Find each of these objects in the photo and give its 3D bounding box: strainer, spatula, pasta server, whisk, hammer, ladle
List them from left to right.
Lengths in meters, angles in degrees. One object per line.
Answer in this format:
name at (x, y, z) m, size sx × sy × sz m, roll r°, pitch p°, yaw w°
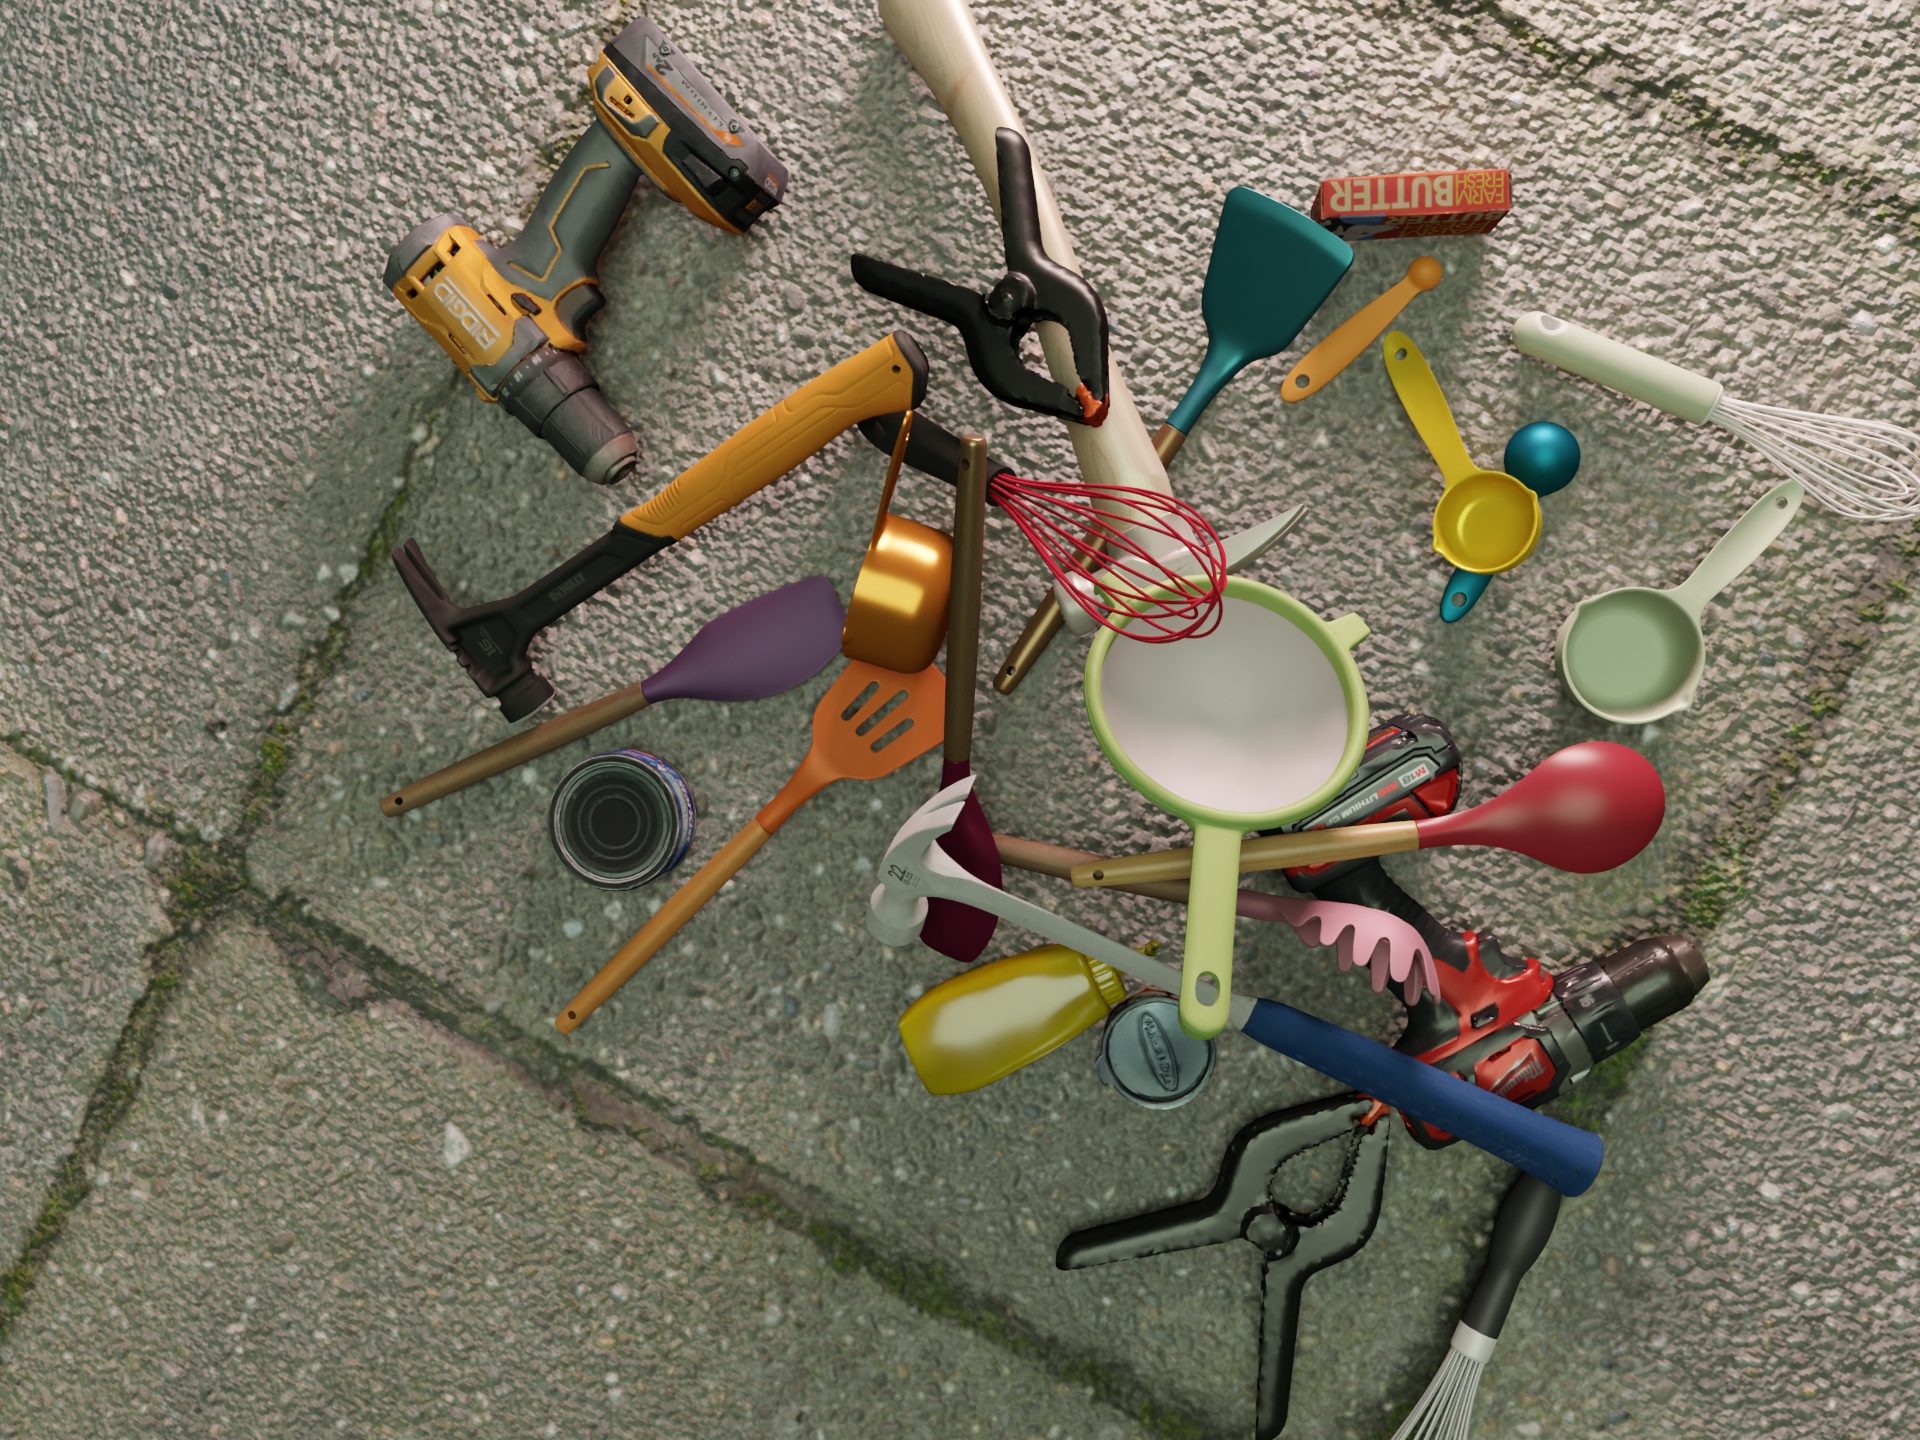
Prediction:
spatula at (-0.215, -0.005, 0.976) m, size 0.316 × 0.018 × 0.060 m, roll -23°, pitch 88°, yaw 6°
hammer at (-0.168, -0.129, 0.923) m, size 0.337 × 0.034 × 0.127 m, roll -30°, pitch 107°, yaw 14°
spatula at (-0.133, 0.079, 0.968) m, size 0.322 × 0.041 × 0.081 m, roll -44°, pitch 86°, yaw 10°
whisk at (0.034, -0.120, 0.862) m, size 0.296 × 0.073 × 0.073 m, roll 35°, pitch 96°, yaw 40°
hammer at (0.057, -0.263, 0.907) m, size 0.146 × 0.038 × 0.411 m, roll -23°, pitch 83°, yaw 16°
spatula at (0.107, -0.150, 0.921) m, size 0.082 × 0.044 × 0.317 m, roll 35°, pitch 97°, yaw 14°
pasta server at (0.110, 0.099, 0.884) m, size 0.316 × 0.060 × 0.040 m, roll 11°, pitch 72°, yaw 27°
strainer at (0.129, 0.047, 0.827) m, size 0.151 × 0.069 × 0.257 m, roll 10°, pitch 63°, yaw -2°
hammer at (0.145, 0.150, 0.846) m, size 0.405 × 0.144 × 0.035 m, roll 24°, pitch 52°, yaw 4°
ladle at (0.215, 0.062, 0.843) m, size 0.315 × 0.031 × 0.069 m, roll -8°, pitch 93°, yaw 7°
whisk at (0.280, 0.385, 0.910) m, size 0.070 × 0.070 × 0.284 m, roll 23°, pitch 89°, yaw 6°
whisk at (0.424, -0.172, 0.884) m, size 0.246 × 0.059 × 0.058 m, roll 26°, pitch 53°, yaw 9°

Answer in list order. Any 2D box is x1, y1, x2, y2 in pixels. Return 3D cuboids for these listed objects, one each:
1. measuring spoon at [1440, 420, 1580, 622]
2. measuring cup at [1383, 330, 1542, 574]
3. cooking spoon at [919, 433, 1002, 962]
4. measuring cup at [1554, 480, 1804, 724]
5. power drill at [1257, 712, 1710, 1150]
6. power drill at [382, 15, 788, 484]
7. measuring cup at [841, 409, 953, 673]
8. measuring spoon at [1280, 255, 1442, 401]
measuring spoon at (0.311, -0.112, 0.908) m, size 0.042 × 0.021 × 0.128 m, roll 30°, pitch 95°, yaw 5°
measuring cup at (0.281, -0.154, 0.907) m, size 0.062 × 0.029 × 0.157 m, roll -29°, pitch 71°, yaw 27°
cooking spoon at (-0.001, -0.003, 0.891) m, size 0.069 × 0.017 × 0.318 m, roll 19°, pitch 118°, yaw 31°
measuring cup at (0.404, -0.069, 0.892) m, size 0.083 × 0.038 × 0.167 m, roll 44°, pitch 94°, yaw 4°
power drill at (0.288, 0.108, 0.892) m, size 0.188 × 0.080 × 0.226 m, roll -30°, pitch 91°, yaw 7°
power drill at (-0.205, -0.269, 0.940) m, size 0.226 × 0.084 × 0.185 m, roll -42°, pitch 89°, yaw 10°
measuring cup at (-0.022, -0.097, 0.886) m, size 0.052 × 0.173 × 0.095 m, roll 19°, pitch 49°, yaw 3°
measuring spoon at (0.231, -0.226, 0.919) m, size 0.117 × 0.011 × 0.021 m, roll -41°, pitch 87°, yaw 6°
